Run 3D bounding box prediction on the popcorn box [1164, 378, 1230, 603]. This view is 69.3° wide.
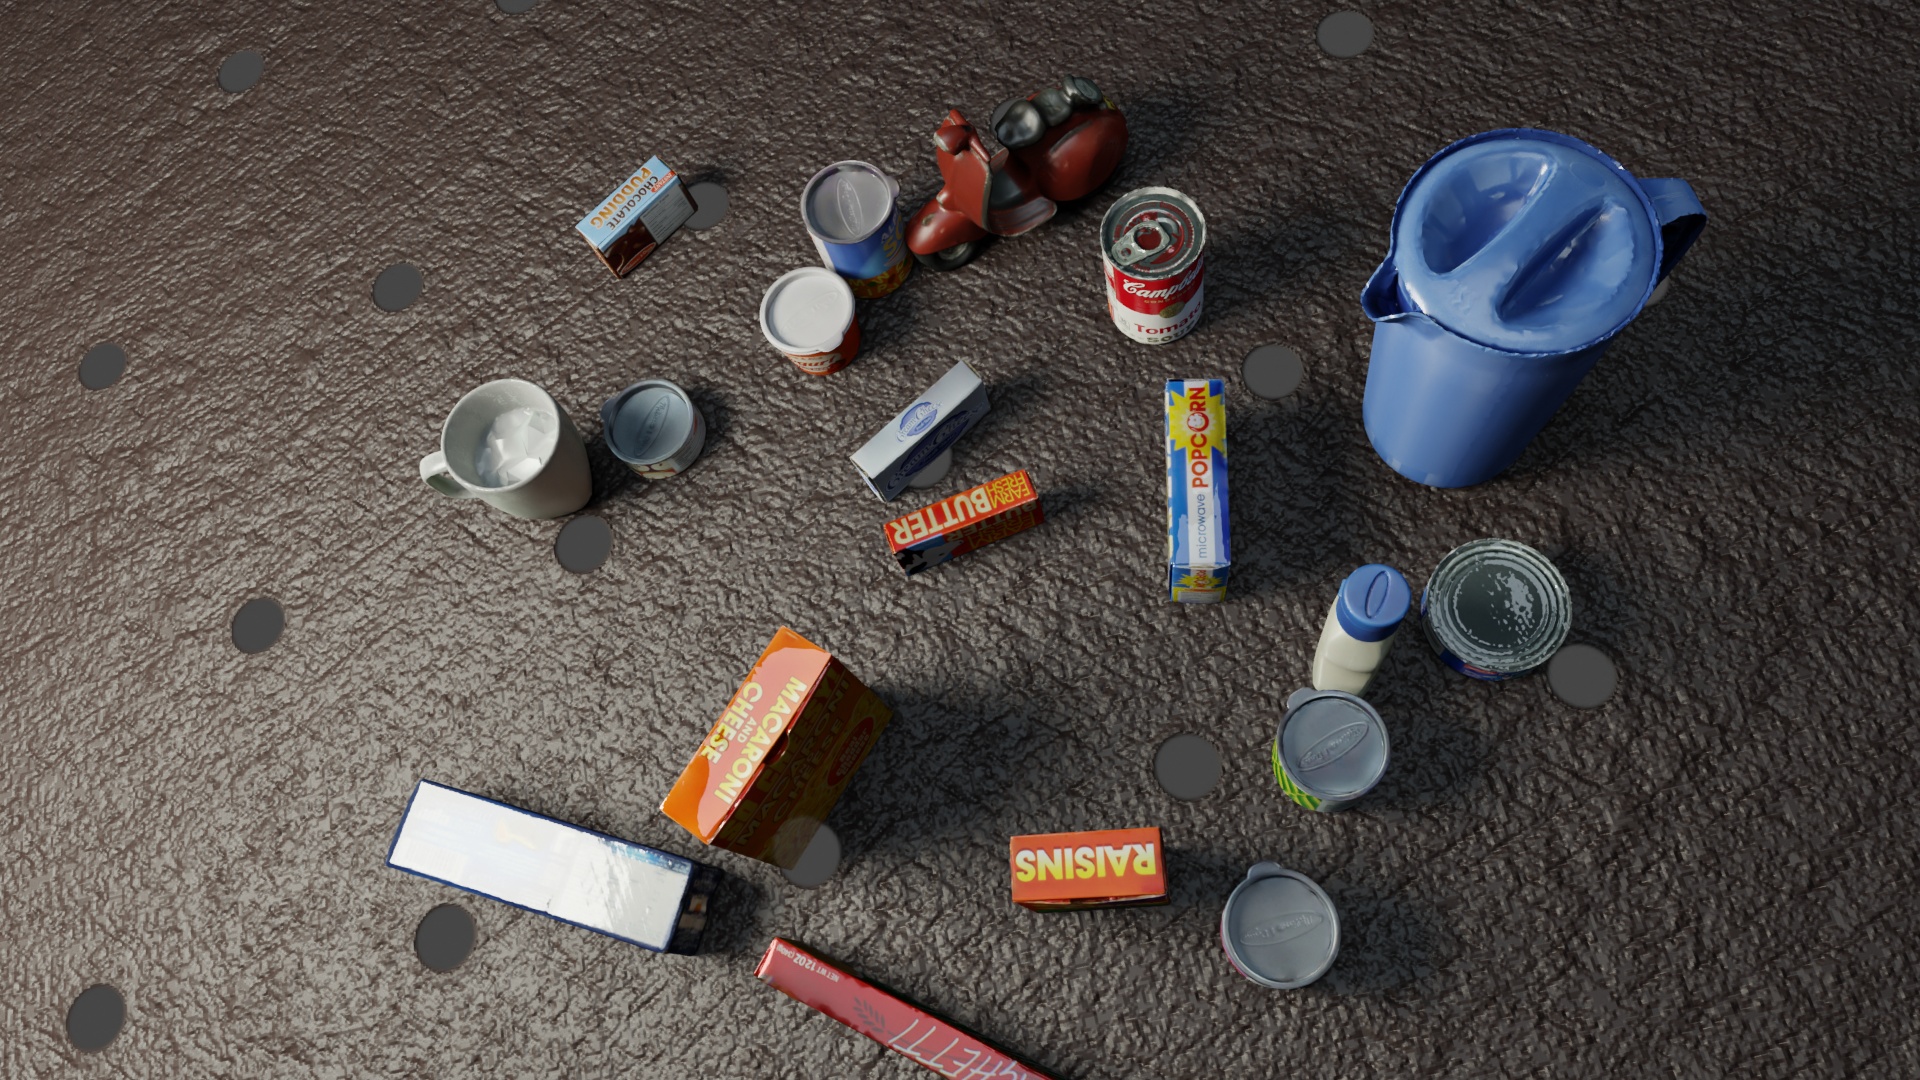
[{"bbox_3d":[0.152,-0.030,0.894,0.038,0.085,0.127,-1,72,9],"label":"popcorn box"}]

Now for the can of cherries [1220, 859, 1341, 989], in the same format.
[{"bbox_3d":[0.186,0.226,0.817,0.071,0.058,0.071,-3,72,8],"label":"can of cherries"}]

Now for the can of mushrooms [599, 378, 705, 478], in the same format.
[{"bbox_3d":[-0.220,-0.080,0.996,0.071,0.033,0.071,-3,71,8],"label":"can of mushrooms"}]

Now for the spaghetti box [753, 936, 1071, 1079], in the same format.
[{"bbox_3d":[-0.004,0.303,0.826,0.250,0.050,0.029,22,77,15],"label":"spaghetti box"}]

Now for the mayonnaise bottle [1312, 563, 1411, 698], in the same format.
[{"bbox_3d":[0.237,0.052,0.820,0.041,0.147,0.065,19,76,15],"label":"mayonnaise bottle"}]

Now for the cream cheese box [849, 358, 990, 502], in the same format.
[{"bbox_3d":[-0.025,-0.074,0.953,0.104,0.053,0.024,-42,71,-6],"label":"cream cheese box"}]

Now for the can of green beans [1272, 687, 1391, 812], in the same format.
[{"bbox_3d":[0.224,0.129,0.844,0.071,0.057,0.071,-3,72,8],"label":"can of green beans"}]

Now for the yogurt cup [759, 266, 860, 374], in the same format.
[{"bbox_3d":[-0.104,-0.153,0.991,0.072,0.054,0.072,-3,72,8],"label":"yogurt cup"}]

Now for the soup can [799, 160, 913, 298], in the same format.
[{"bbox_3d":[-0.070,-0.221,0.993,0.071,0.083,0.071,-3,72,8],"label":"soup can"}]

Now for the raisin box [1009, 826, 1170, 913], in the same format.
[{"bbox_3d":[0.078,0.194,0.810,0.086,0.123,0.040,-5,72,8],"label":"raisin box"}]

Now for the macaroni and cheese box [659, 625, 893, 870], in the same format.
[{"bbox_3d":[-0.103,0.130,0.837,0.040,0.166,0.124,30,79,17],"label":"macaroni and cheese box"}]

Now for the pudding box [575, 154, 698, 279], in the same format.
[{"bbox_3d":[-0.243,-0.243,1.045,0.084,0.049,0.030,-45,71,-7],"label":"pudding box"}]

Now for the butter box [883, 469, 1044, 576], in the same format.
[{"bbox_3d":[0.003,-0.012,0.928,0.103,0.053,0.024,-22,70,1],"label":"butter box"}]
